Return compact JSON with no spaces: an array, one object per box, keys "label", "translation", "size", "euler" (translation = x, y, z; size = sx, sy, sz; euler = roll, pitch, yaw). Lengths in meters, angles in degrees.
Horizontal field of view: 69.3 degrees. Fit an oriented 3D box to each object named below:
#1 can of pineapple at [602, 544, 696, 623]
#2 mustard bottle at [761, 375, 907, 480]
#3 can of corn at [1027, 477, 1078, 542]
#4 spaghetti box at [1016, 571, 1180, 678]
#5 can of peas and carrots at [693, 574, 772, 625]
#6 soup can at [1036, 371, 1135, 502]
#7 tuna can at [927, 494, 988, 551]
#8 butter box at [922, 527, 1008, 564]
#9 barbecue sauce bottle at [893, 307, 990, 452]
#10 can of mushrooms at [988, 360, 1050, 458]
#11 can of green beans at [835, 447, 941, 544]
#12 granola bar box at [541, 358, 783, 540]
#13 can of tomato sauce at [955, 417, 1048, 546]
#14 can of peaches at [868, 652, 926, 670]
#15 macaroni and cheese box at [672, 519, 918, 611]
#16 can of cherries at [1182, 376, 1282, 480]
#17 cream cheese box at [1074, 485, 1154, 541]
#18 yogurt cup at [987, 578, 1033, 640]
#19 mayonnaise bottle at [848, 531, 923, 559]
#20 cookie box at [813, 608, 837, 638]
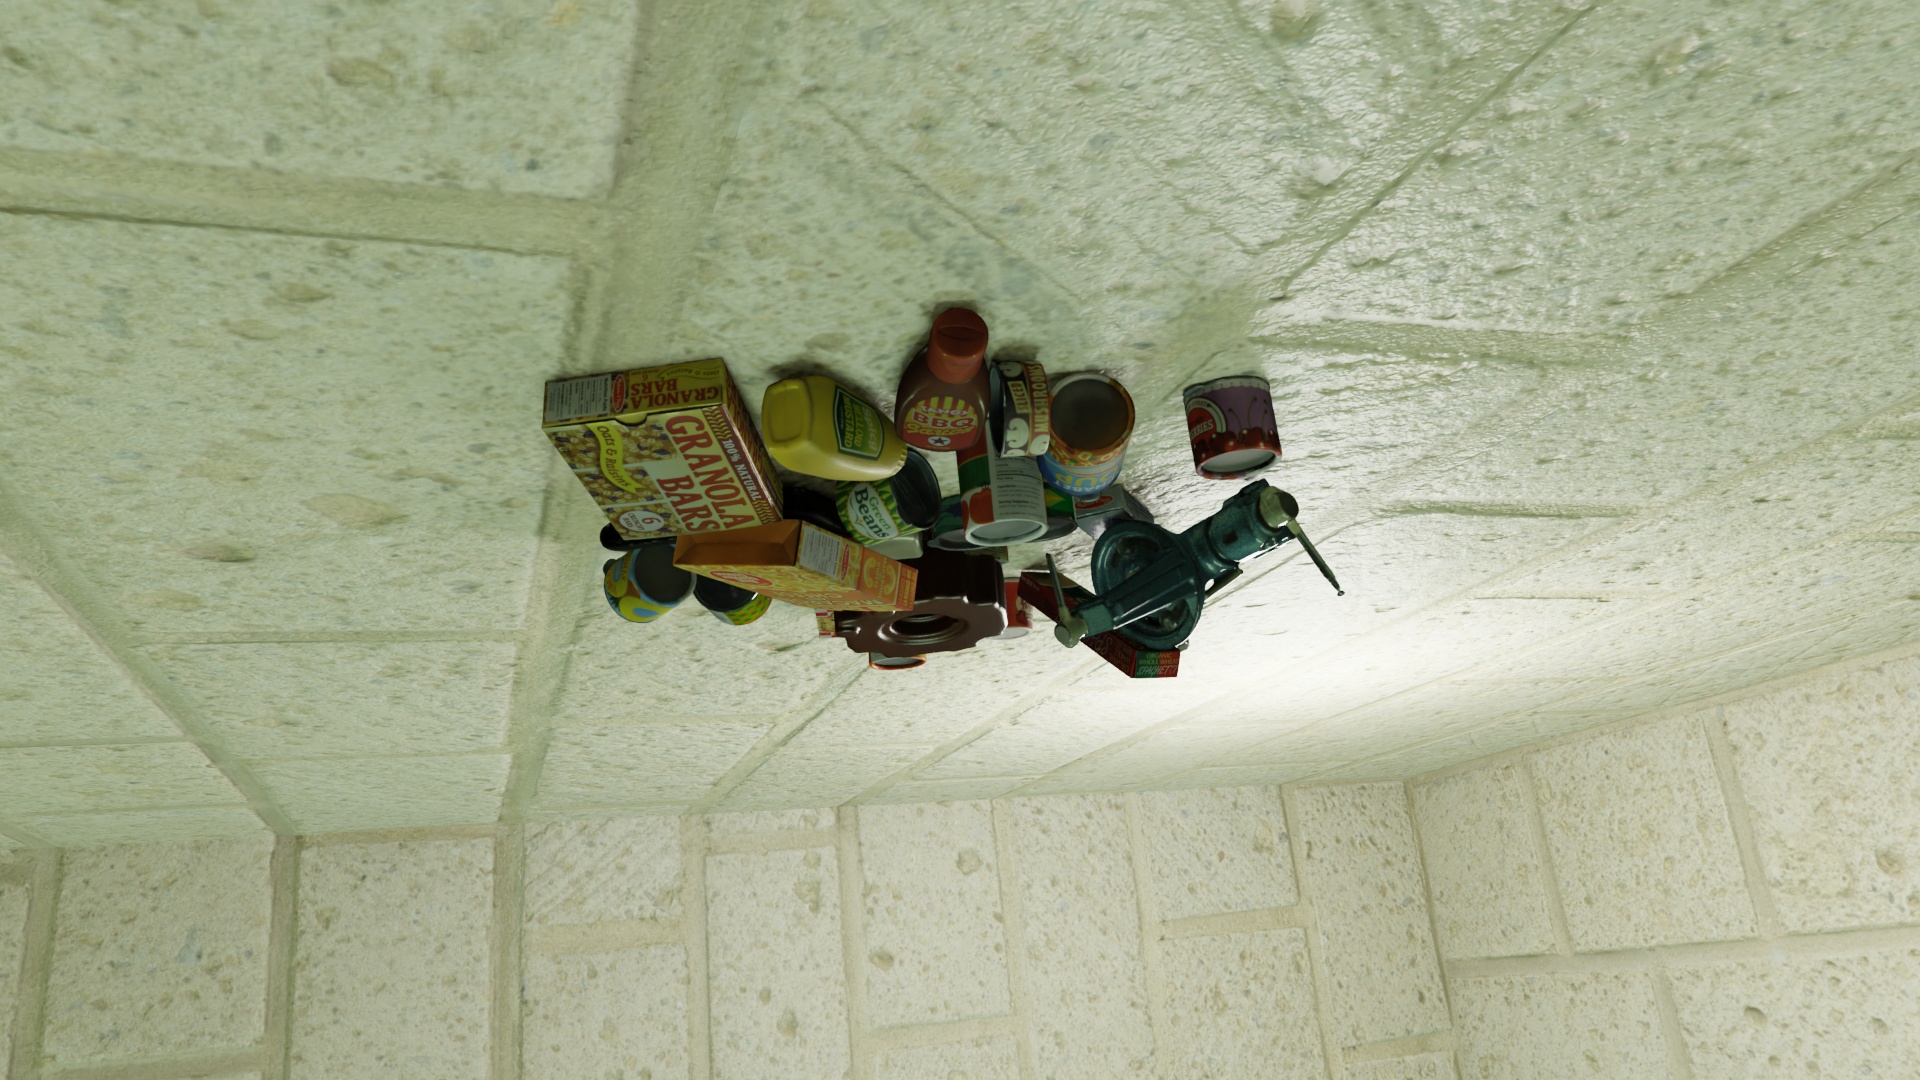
[{"label":"can of pineapple","translation":[-0.281,0.035,1.254],"size":[0.071,0.071,0.057],"euler":[8,157,-36]},{"label":"mustard bottle","translation":[-0.079,-0.073,0.988],"size":[0.049,0.065,0.160],"euler":[-9,169,27]},{"label":"can of corn","translation":[0.059,-0.036,1.146],"size":[0.071,0.058,0.071],"euler":[-5,162,-2]},{"label":"spaghetti box","translation":[0.131,0.079,1.361],"size":[0.050,0.028,0.250],"euler":[2,-165,-24]},{"label":"can of peas and carrots","translation":[-0.210,0.040,1.293],"size":[0.071,0.071,0.058],"euler":[-6,162,3]},{"label":"soup can","translation":[0.091,-0.074,1.013],"size":[0.071,0.071,0.083],"euler":[-5,162,-2]},{"label":"tuna can","translation":[0.004,-0.015,1.235],"size":[0.071,0.033,0.071],"euler":[-5,162,-2]},{"label":"butter box","translation":[-0.008,0.010,1.327],"size":[0.103,0.024,0.053],"euler":[11,155,-43]},{"label":"barbecue sauce bottle","translation":[-0.008,-0.106,0.929],"size":[0.065,0.044,0.148],"euler":[5,161,-5]},{"label":"can of mushrooms","translation":[0.040,-0.091,0.953],"size":[0.033,0.071,0.071],"euler":[-4,162,-7]},{"label":"can of green beans","translation":[-0.057,-0.034,1.102],"size":[0.057,0.071,0.071],"euler":[-17,159,32]},{"label":"granola bar box","translation":[-0.205,-0.059,0.979],"size":[0.124,0.039,0.165],"euler":[-7,152,4]},{"label":"can of tomato sauce","translation":[0.031,-0.044,1.071],"size":[0.071,0.083,0.071],"euler":[-5,162,-2]},{"label":"can of peaches","translation":[-0.072,0.113,1.572],"size":[0.071,0.058,0.071],"euler":[-5,162,-2]},{"label":"macaroni and cheese box","translation":[-0.131,0.023,1.132],"size":[0.123,0.040,0.166],"euler":[0,166,32]},{"label":"can of cherries","translation":[0.202,-0.083,1.041],"size":[0.071,0.058,0.071],"euler":[-5,162,-2]},{"label":"cream cheese box","translation":[0.140,-0.021,1.273],"size":[0.053,0.024,0.103],"euler":[-12,161,21]},{"label":"yogurt cup","translation":[0.048,0.075,1.499],"size":[0.072,0.054,0.072],"euler":[-4,162,-1]},{"label":"mayonnaise bottle","translation":[-0.109,-0.001,1.236],"size":[0.148,0.041,0.064],"euler":[-5,161,2]},{"label":"cookie box","translation":[-0.068,0.066,1.455],"size":[0.168,0.040,0.122],"euler":[-4,162,-4]}]
